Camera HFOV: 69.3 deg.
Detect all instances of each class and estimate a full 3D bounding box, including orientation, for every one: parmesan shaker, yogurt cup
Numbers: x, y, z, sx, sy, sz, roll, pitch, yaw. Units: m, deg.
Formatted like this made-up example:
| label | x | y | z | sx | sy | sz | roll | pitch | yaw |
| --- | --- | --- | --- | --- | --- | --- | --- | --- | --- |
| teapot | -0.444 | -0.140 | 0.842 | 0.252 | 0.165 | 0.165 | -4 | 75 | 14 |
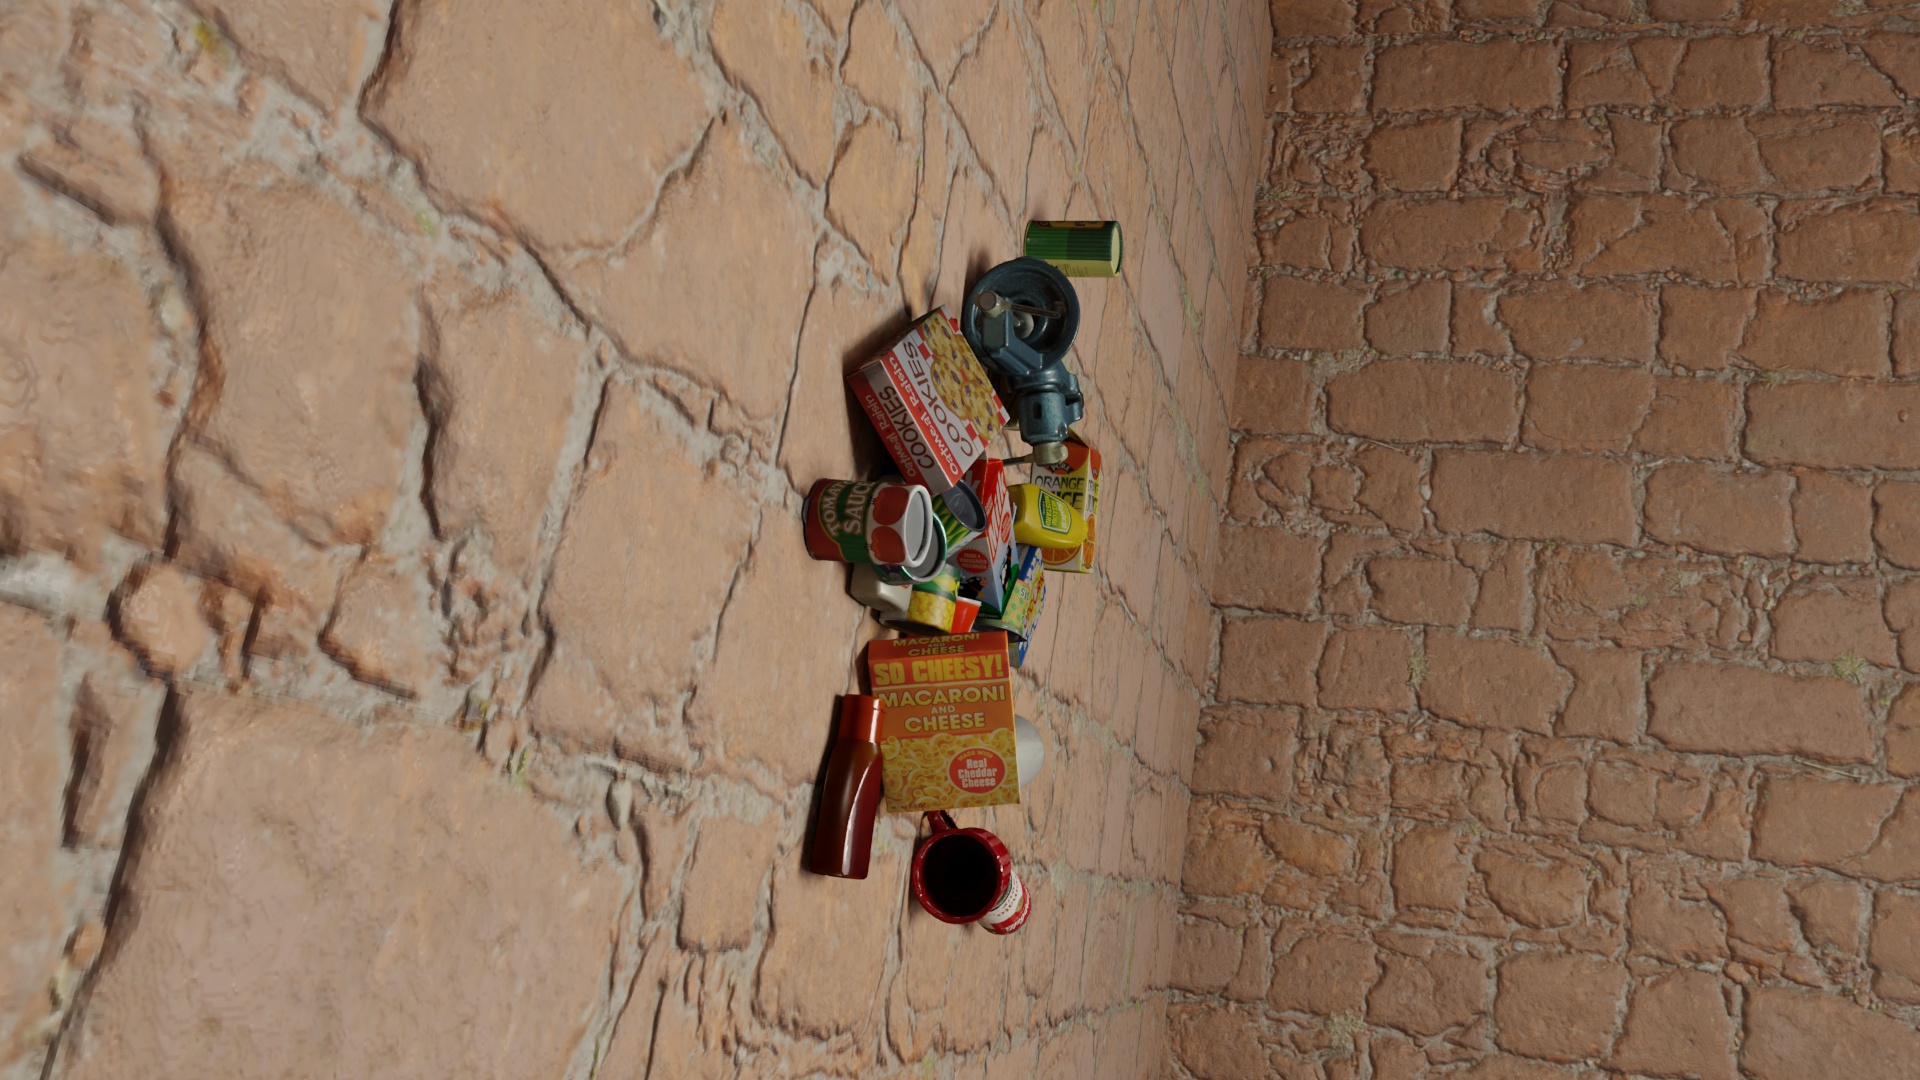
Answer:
| label | x | y | z | sx | sy | sz | roll | pitch | yaw |
| --- | --- | --- | --- | --- | --- | --- | --- | --- | --- |
| parmesan shaker | 0.133 | -0.338 | 1.615 | 0.071 | 0.103 | 0.071 | 3 | 91 | -72 |
| yogurt cup | -0.019 | 0.076 | 1.309 | 0.072 | 0.072 | 0.054 | 24 | 79 | -71 |

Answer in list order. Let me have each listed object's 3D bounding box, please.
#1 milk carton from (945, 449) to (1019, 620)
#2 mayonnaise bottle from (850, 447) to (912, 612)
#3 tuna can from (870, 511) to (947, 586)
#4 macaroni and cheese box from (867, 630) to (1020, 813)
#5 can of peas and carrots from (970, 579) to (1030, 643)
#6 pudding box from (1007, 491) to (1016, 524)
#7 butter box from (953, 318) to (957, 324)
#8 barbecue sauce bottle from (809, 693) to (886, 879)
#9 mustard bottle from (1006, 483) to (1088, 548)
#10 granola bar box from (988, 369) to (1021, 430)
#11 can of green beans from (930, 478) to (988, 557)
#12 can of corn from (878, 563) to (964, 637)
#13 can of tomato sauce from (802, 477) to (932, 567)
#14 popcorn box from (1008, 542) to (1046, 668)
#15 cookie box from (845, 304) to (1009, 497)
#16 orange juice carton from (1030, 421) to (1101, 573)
| label | x | y | z | sx | sy | sz | roll | pitch | yaw |
| --- | --- | --- | --- | --- | --- | --- | --- | --- | --- |
| milk carton | 0.005 | -0.017 | 1.344 | 0.074 | 0.072 | 0.189 | -67 | 154 | -44 |
| mayonnaise bottle | -0.058 | -0.016 | 1.201 | 0.064 | 0.041 | 0.148 | 39 | 57 | -59 |
| tuna can | -0.044 | 0.002 | 1.154 | 0.071 | 0.033 | 0.071 | 7 | 80 | -48 |
| macaroni and cheese box | -0.013 | 0.163 | 1.243 | 0.040 | 0.124 | 0.165 | -92 | 177 | -63 |
| can of peas and carrots | 0.040 | 0.073 | 1.475 | 0.070 | 0.071 | 0.059 | 53 | 43 | -64 |
| pudding box | 0.035 | -0.011 | 1.507 | 0.049 | 0.030 | 0.084 | 56 | 41 | -61 |
| butter box | -0.018 | -0.156 | 1.322 | 0.053 | 0.024 | 0.103 | -55 | 145 | -58 |
| barbecue sauce bottle | -0.090 | 0.203 | 1.151 | 0.064 | 0.043 | 0.149 | 43 | 53 | -68 |
| mustard bottle | 0.104 | -0.022 | 1.606 | 0.160 | 0.048 | 0.065 | 18 | 64 | -49 |
| granola bar box | 0.069 | -0.206 | 1.552 | 0.124 | 0.039 | 0.165 | -4 | 98 | -72 |
| can of green beans | -0.018 | -0.020 | 1.254 | 0.071 | 0.057 | 0.071 | 40 | 28 | -27 |
| can of corn | -0.034 | 0.052 | 1.244 | 0.071 | 0.071 | 0.058 | 47 | 50 | -66 |
| can of tomato sauce | -0.072 | -0.015 | 1.091 | 0.071 | 0.083 | 0.071 | 3 | 91 | -72 |
| popcorn box | 0.064 | 0.073 | 1.602 | 0.127 | 0.038 | 0.084 | -65 | 154 | -48 |
| cookie box | -0.025 | -0.122 | 1.205 | 0.122 | 0.040 | 0.168 | 59 | 29 | -13 |
| orange juice carton | 0.129 | -0.058 | 1.716 | 0.072 | 0.073 | 0.192 | 15 | 79 | -72 |
